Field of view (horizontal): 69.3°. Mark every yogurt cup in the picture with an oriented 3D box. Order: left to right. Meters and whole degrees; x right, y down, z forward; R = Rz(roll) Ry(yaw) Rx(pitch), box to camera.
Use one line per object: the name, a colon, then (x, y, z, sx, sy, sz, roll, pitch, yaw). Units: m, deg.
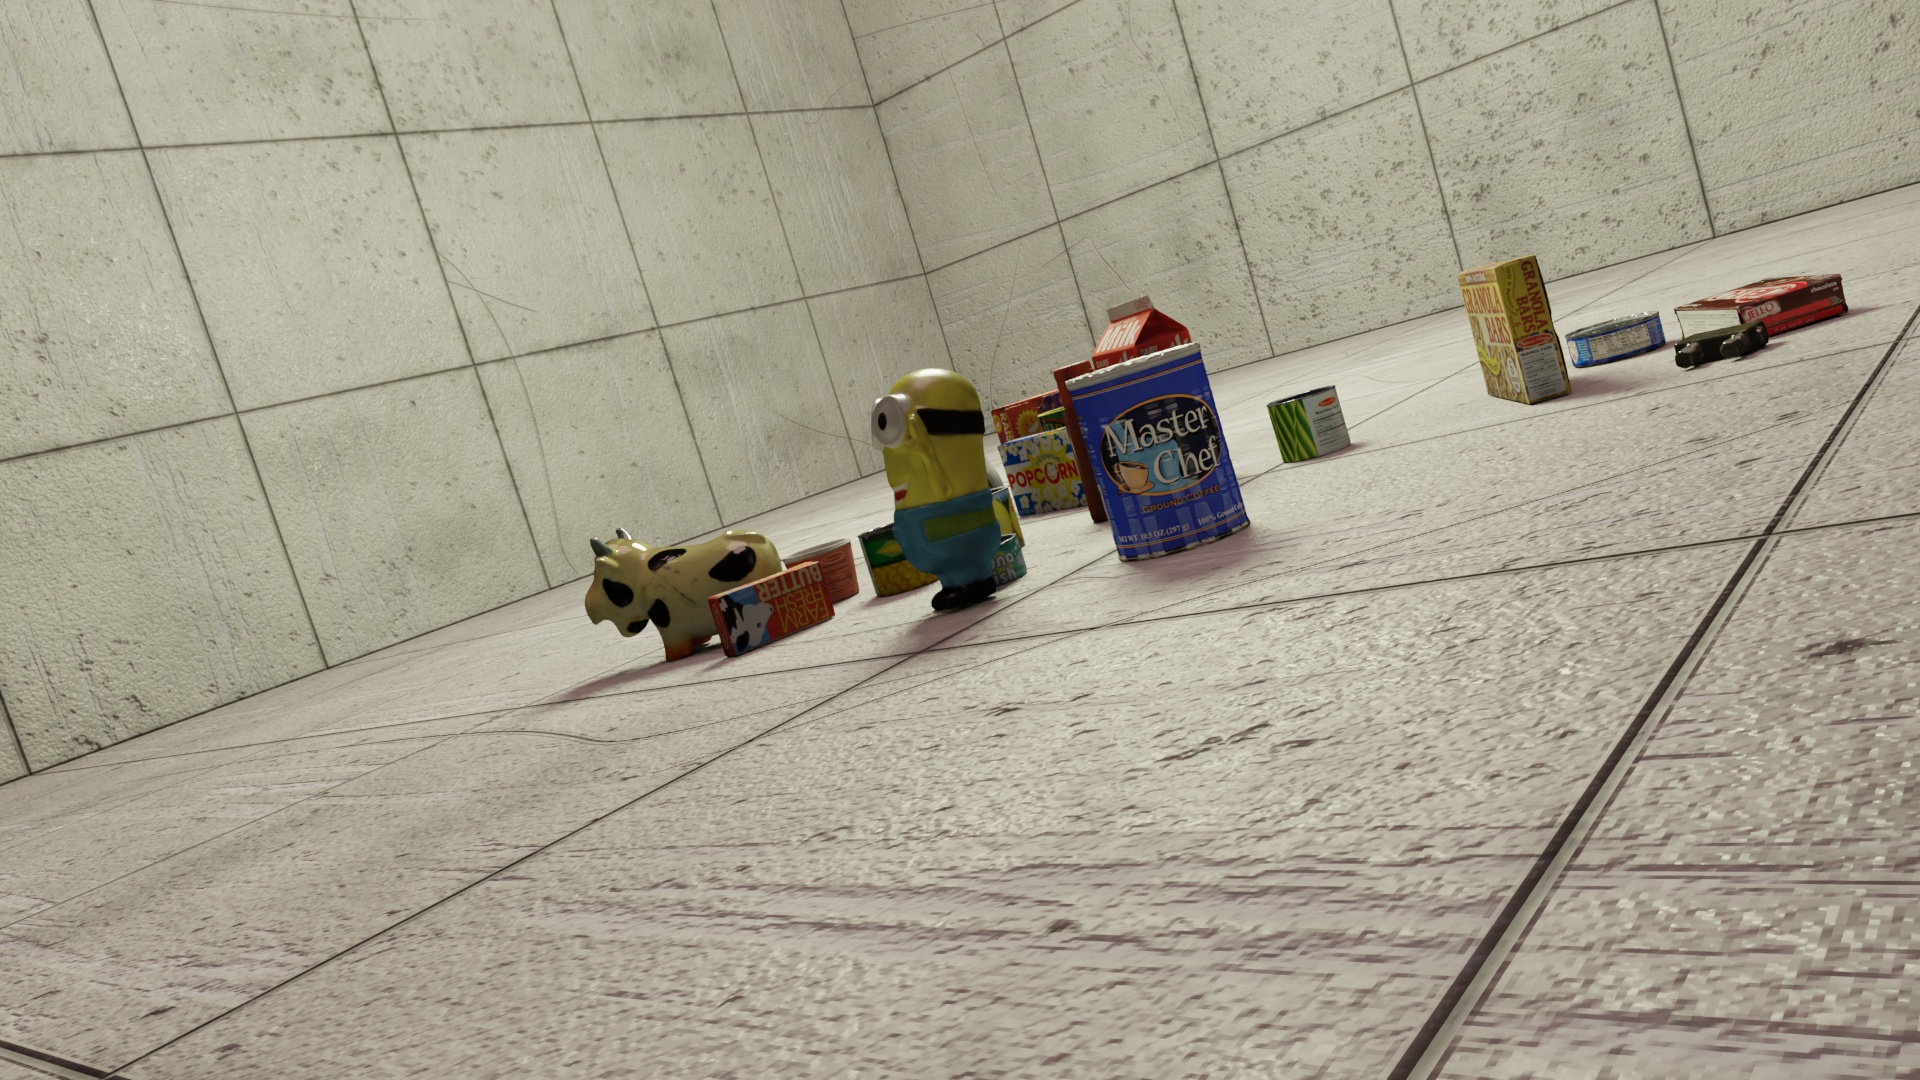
yogurt cup: (-0.130, 0.032, 1.323, 0.072, 0.054, 0.072, -17, 6, 2)

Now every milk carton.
milk carton: (0.190, -0.142, 1.363, 0.074, 0.190, 0.072, -20, 6, -30)

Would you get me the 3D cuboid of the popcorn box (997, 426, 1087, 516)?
popcorn box: (0.102, -0.077, 1.515, 0.038, 0.085, 0.126, -21, 7, -35)

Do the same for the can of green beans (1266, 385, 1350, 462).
can of green beans: (0.329, -0.110, 1.313, 0.071, 0.057, 0.071, -17, 6, 2)

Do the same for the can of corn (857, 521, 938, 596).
can of corn: (-0.051, 0.013, 1.254, 0.071, 0.058, 0.071, -17, 6, 2)

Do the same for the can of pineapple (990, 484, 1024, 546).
can of pineapple: (0.024, -0.015, 1.303, 0.071, 0.058, 0.071, -17, 6, 2)

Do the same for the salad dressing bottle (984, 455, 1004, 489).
salad dressing bottle: (0.008, -0.080, 1.511, 0.064, 0.147, 0.044, -15, 6, 23)

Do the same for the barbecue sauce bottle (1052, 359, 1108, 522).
barbecue sauce bottle: (0.126, -0.095, 1.309, 0.043, 0.148, 0.065, -15, 6, 22)

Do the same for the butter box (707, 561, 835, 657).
butter box: (-0.160, 0.057, 1.182, 0.104, 0.053, 0.024, -21, 7, -35)

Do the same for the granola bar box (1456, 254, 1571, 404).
granola bar box: (0.501, -0.192, 1.263, 0.039, 0.124, 0.166, -16, 6, 11)

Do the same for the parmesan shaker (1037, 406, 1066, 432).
parmesan shaker: (0.134, -0.100, 1.553, 0.071, 0.103, 0.071, -17, 6, 2)

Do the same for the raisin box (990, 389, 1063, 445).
raisin box: (0.095, -0.107, 1.622, 0.086, 0.123, 0.040, -20, 6, -26)

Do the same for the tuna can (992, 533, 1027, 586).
tuna can: (0.020, 0.019, 1.124, 0.071, 0.033, 0.071, -17, 6, 2)
